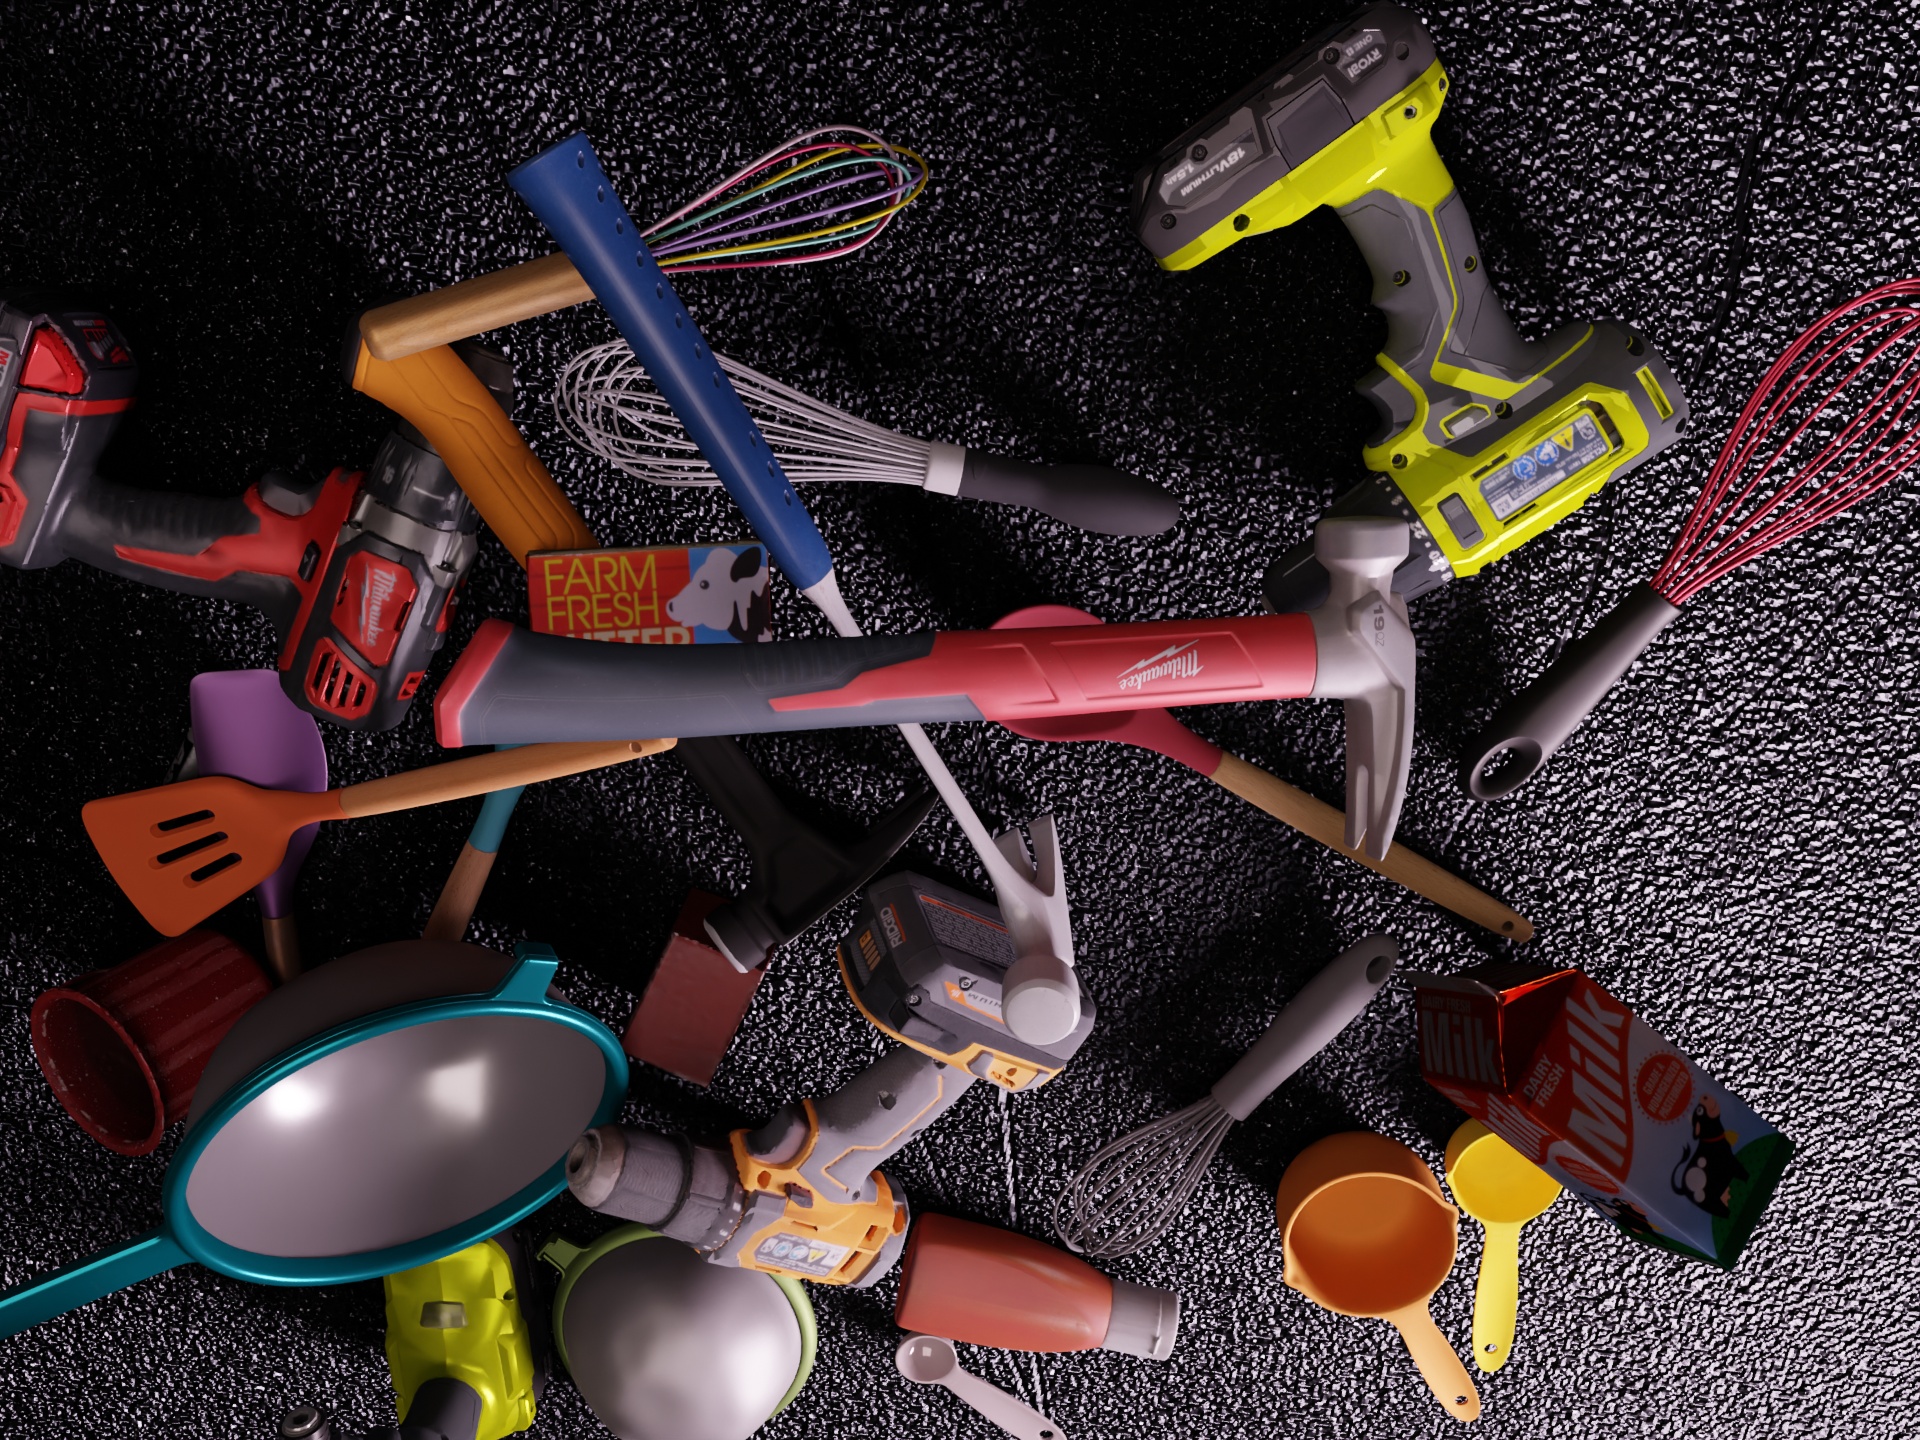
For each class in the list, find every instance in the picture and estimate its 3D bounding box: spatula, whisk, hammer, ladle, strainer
[{"bbox_3d":[-0.252,0.088,0.802,0.082,0.044,0.317,20,111,-22],"label":"spatula"},{"bbox_3d":[0.136,0.194,0.817,0.055,0.055,0.239,40,102,-10],"label":"whisk"},{"bbox_3d":[-0.270,0.039,0.738,0.322,0.041,0.081,-12,114,25],"label":"spatula"},{"bbox_3d":[-0.056,-0.053,0.670,0.035,0.144,0.405,-27,111,13],"label":"hammer"},{"bbox_3d":[0.146,0.032,0.769,0.315,0.031,0.069,28,111,-8],"label":"ladle"},{"bbox_3d":[-0.129,-0.198,0.666,0.245,0.051,0.047,-21,83,-10],"label":"whisk"},{"bbox_3d":[0.328,-0.070,0.710,0.073,0.073,0.295,35,113,-8],"label":"whisk"},{"bbox_3d":[-0.155,0.404,0.890,0.151,0.069,0.256,-2,107,4],"label":"strainer"},{"bbox_3d":[-0.001,-0.002,0.619,0.386,0.038,0.143,-4,99,-15],"label":"hammer"},{"bbox_3d":[-0.334,0.197,0.757,0.340,0.095,0.210,-22,141,-14],"label":"strainer"},{"bbox_3d":[-0.039,-0.119,0.714,0.284,0.070,0.070,11,109,-5],"label":"whisk"},{"bbox_3d":[-0.349,0.122,0.827,0.059,0.018,0.315,-3,112,-12],"label":"spatula"},{"bbox_3d":[-0.149,-0.047,0.718,0.127,0.034,0.336,-39,108,-10],"label":"hammer"}]

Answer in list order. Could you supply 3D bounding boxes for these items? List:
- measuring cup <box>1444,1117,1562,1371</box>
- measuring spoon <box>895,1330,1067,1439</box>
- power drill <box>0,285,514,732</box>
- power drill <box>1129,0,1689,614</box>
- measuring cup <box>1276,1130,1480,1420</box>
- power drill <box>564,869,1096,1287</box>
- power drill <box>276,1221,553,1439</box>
[{"bbox_3d":[0.283,0.276,0.845,0.062,0.029,0.156,-1,111,4],"label":"measuring cup"},{"bbox_3d":[0.014,0.380,0.904,0.124,0.018,0.034,39,106,-17],"label":"measuring spoon"},{"bbox_3d":[-0.326,-0.117,0.720,0.226,0.080,0.188,24,102,-9],"label":"power drill"},{"bbox_3d":[0.171,-0.159,0.677,0.190,0.080,0.228,-34,106,13],"label":"power drill"},{"bbox_3d":[0.229,0.293,0.840,0.095,0.052,0.173,-28,107,12],"label":"measuring cup"},{"bbox_3d":[-0.066,0.181,0.778,0.185,0.084,0.226,26,112,-33],"label":"power drill"},{"bbox_3d":[-0.280,0.358,0.799,0.080,0.223,0.171,-1,109,3],"label":"power drill"}]
